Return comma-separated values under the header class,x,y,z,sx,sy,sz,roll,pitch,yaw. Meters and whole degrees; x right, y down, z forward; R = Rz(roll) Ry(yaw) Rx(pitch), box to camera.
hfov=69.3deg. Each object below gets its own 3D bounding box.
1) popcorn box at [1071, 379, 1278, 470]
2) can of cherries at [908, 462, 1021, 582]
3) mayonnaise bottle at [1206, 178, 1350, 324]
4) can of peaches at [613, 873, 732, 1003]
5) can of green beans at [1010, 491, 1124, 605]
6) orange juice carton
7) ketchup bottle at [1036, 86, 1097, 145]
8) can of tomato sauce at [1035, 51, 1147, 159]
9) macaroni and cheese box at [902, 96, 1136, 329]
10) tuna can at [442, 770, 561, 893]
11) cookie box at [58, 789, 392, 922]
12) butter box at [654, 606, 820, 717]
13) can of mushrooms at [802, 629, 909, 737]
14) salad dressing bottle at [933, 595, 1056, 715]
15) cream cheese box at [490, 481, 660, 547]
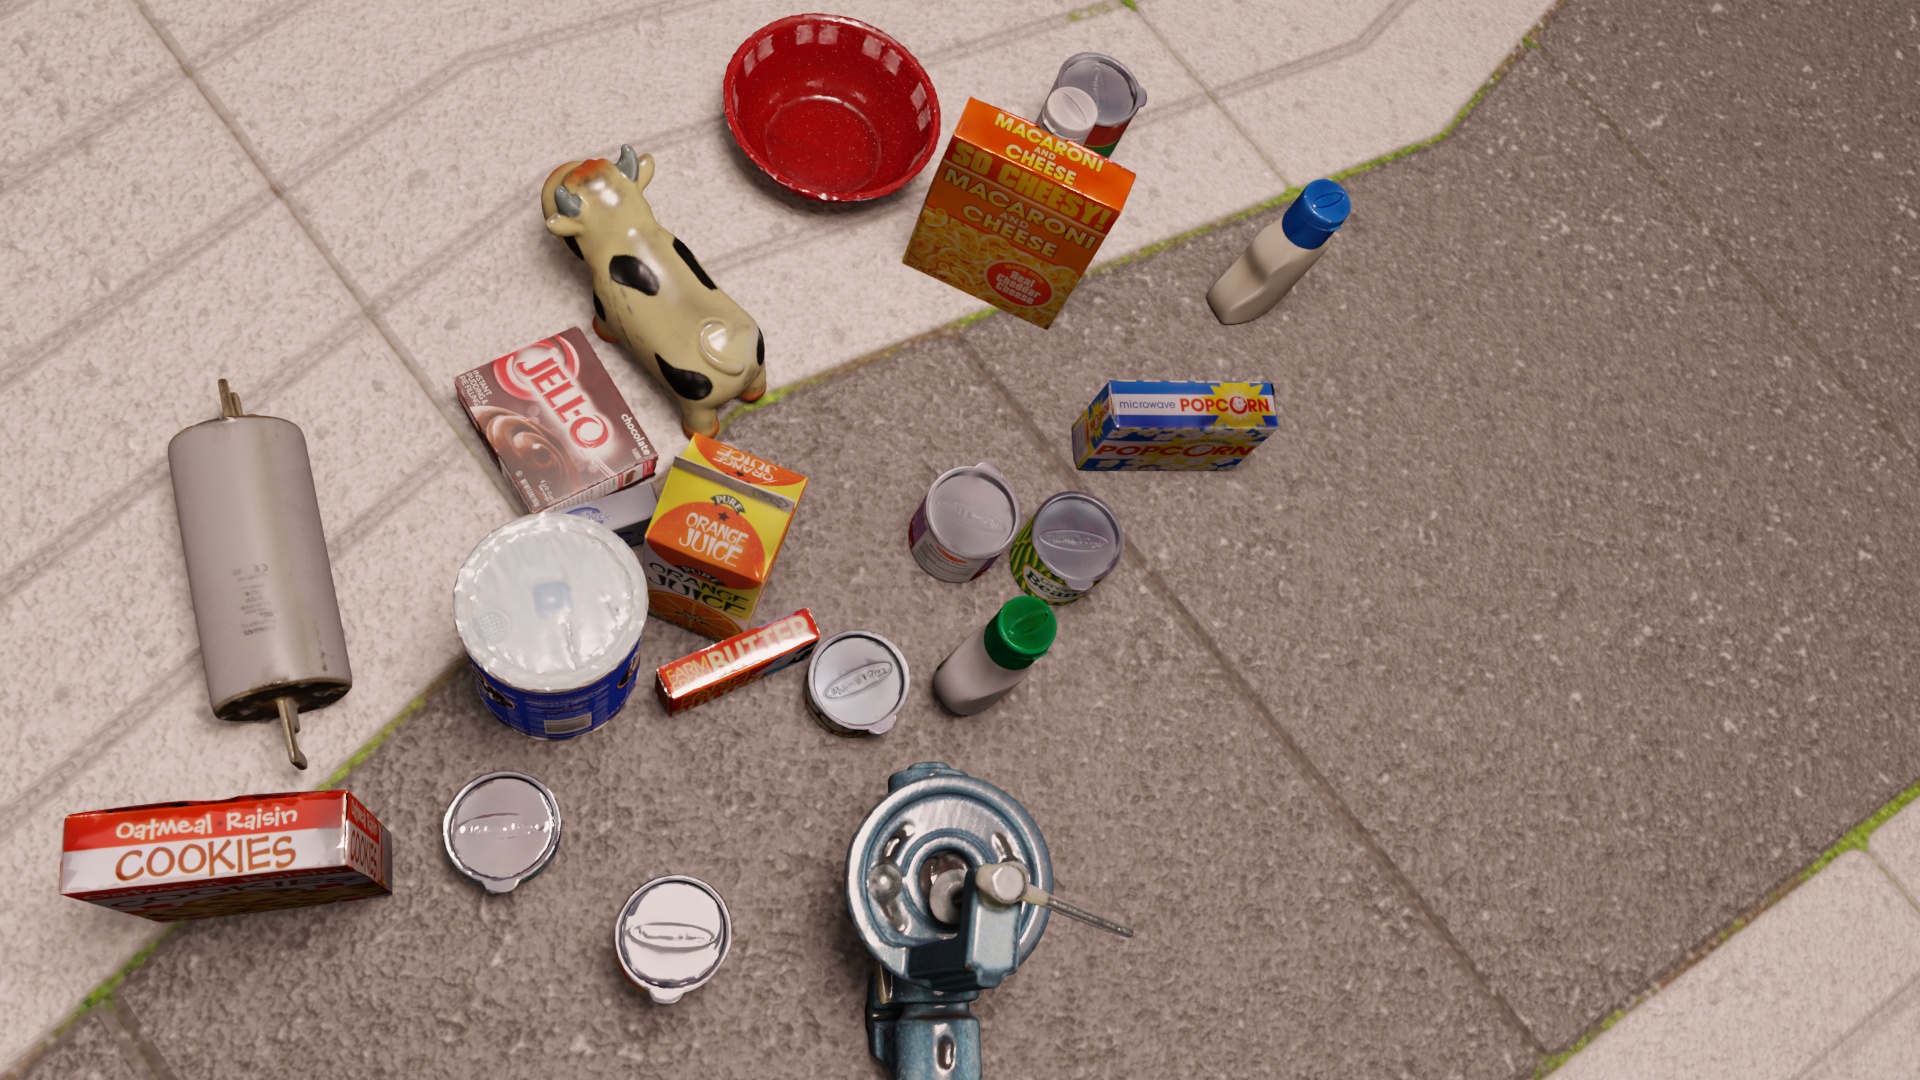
class,x,y,z,sx,sy,sz,roll,pitch,yaw
popcorn box,0.153,-0.082,1.002,0.127,0.085,0.038,-1,71,-15
can of cherries,0.003,-0.012,0.952,0.071,0.058,0.072,5,69,-13
mayonnaise bottle,0.241,-0.215,1.040,0.065,0.147,0.041,-24,78,-21
can of peaches,-0.170,0.235,0.815,0.071,0.058,0.071,5,69,-13
can of green beans,0.073,0.006,0.964,0.071,0.057,0.071,5,69,-13
orange juice carton,-0.144,-0.002,0.836,0.072,0.192,0.073,23,67,-6
ketchup bottle,0.059,-0.270,1.012,0.044,0.148,0.065,-33,82,-23
can of tomato sauce,0.097,-0.326,1.079,0.071,0.082,0.071,5,69,-13
macaroni and cheese box,0.036,-0.227,0.981,0.124,0.165,0.040,24,67,-5
tuna can,-0.271,0.174,0.825,0.071,0.032,0.071,5,69,-13
cookie box,-0.374,0.167,0.727,0.123,0.166,0.040,-3,72,-16
butter box,-0.142,0.078,0.883,0.104,0.053,0.024,-22,78,-21
can of mushrooms,-0.068,0.096,0.907,0.071,0.033,0.071,5,69,-13
salad dressing bottle,0.023,0.073,0.877,0.064,0.147,0.044,-26,79,-22
cream cheese box,-0.243,-0.004,0.887,0.104,0.053,0.024,-19,77,-20
